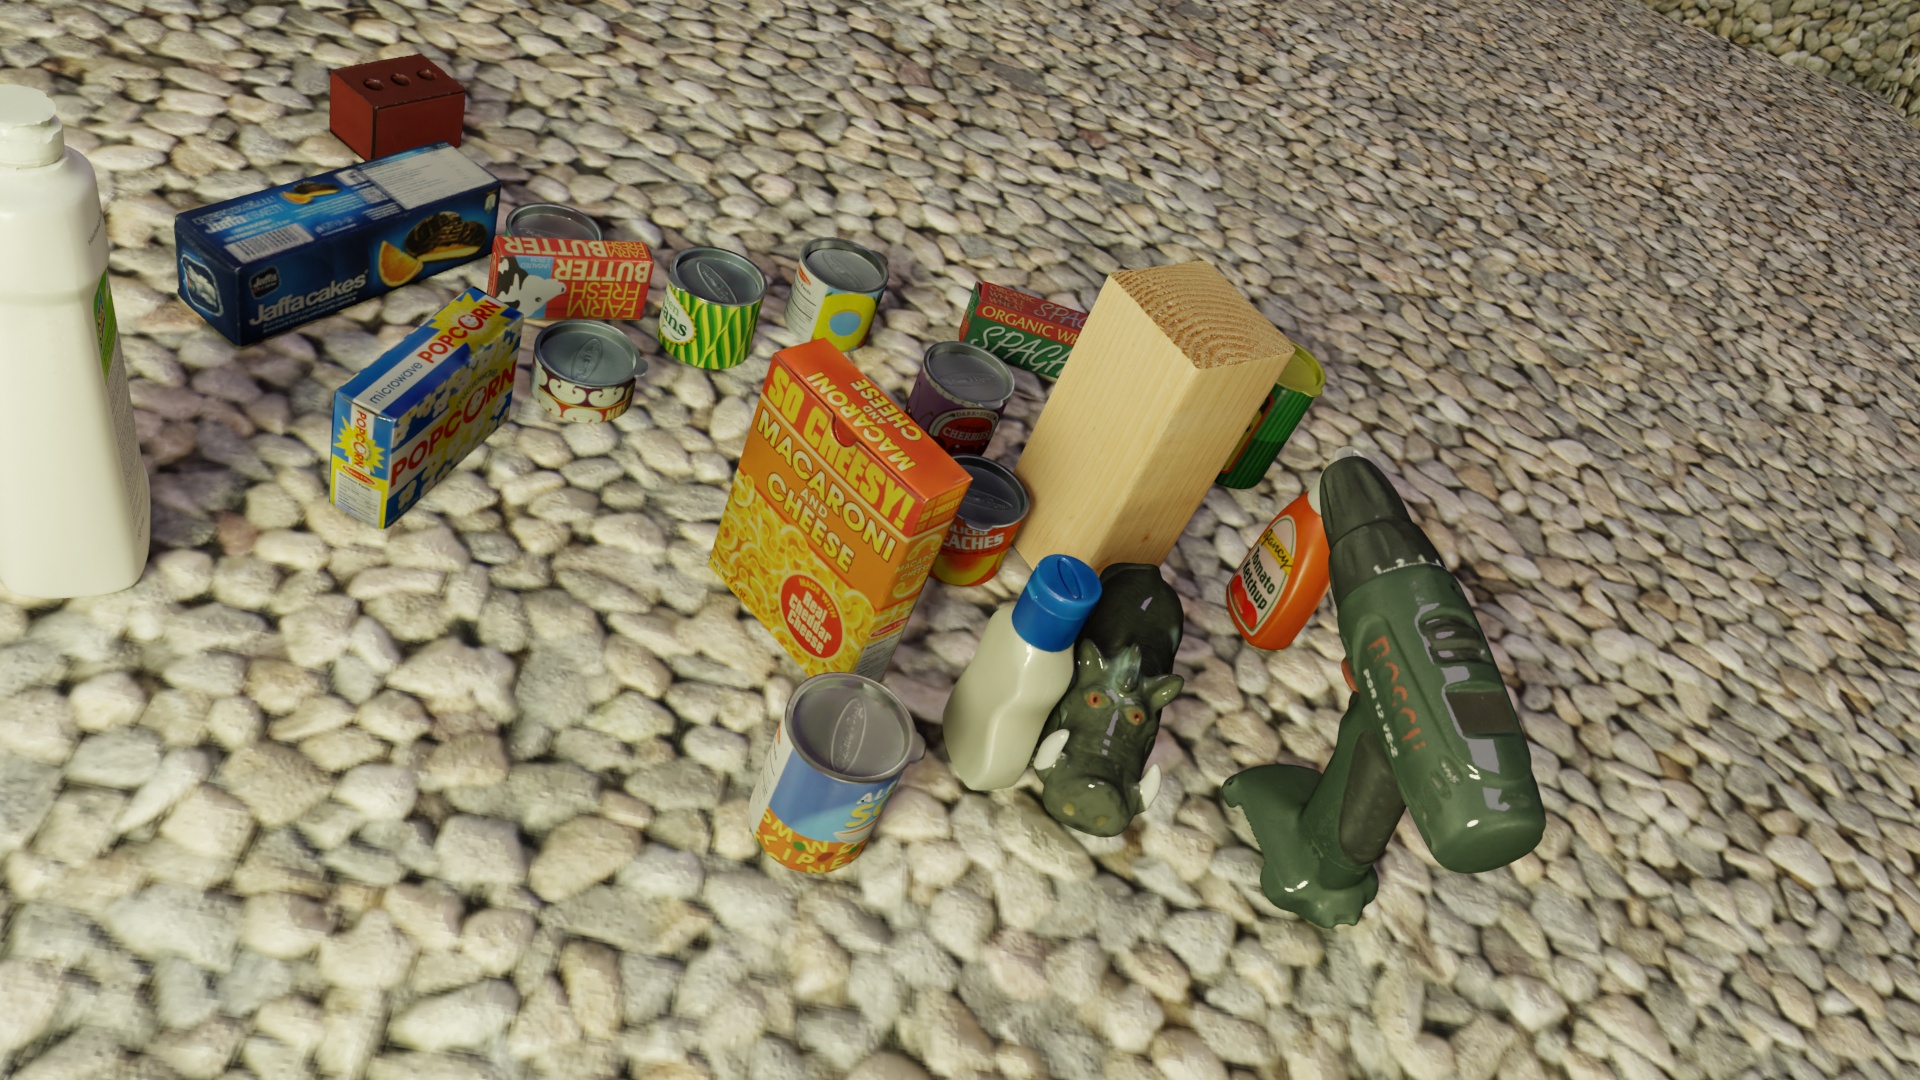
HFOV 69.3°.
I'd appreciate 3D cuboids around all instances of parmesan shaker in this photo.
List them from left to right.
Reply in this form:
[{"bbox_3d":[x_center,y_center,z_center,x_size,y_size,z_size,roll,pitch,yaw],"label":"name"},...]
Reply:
[{"bbox_3d":[0.222,-0.094,1.046,0.071,0.102,0.072,14,42,-13],"label":"parmesan shaker"}]

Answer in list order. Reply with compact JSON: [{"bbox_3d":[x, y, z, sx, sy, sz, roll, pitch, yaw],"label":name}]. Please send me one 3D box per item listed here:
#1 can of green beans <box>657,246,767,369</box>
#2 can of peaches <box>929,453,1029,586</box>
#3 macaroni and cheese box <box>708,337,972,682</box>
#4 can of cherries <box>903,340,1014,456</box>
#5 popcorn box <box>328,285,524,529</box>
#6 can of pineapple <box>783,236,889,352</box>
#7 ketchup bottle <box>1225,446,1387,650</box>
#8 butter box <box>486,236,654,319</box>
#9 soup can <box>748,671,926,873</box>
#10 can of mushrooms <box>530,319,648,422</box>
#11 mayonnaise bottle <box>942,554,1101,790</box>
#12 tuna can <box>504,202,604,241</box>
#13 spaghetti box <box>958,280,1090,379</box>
[{"bbox_3d":[-0.172,-0.160,0.959,0.071,0.057,0.071,14,42,-13],"label":"can of green beans"},{"bbox_3d":[0.003,-0.011,0.887,0.071,0.057,0.071,14,42,-13],"label":"can of peaches"},{"bbox_3d":[-0.072,-0.008,0.764,0.040,0.165,0.124,-25,61,-42],"label":"macaroni and cheese box"},{"bbox_3d":[-0.002,-0.095,0.972,0.071,0.058,0.072,14,42,-13],"label":"can of cherries"},{"bbox_3d":[-0.301,-0.076,0.787,0.038,0.084,0.127,26,41,2],"label":"popcorn box"},{"bbox_3d":[-0.090,-0.180,1.019,0.071,0.057,0.071,14,42,-13],"label":"can of pineapple"},{"bbox_3d":[0.227,0.004,0.910,0.043,0.148,0.065,6,44,-21],"label":"ketchup bottle"},{"bbox_3d":[-0.263,-0.175,0.935,0.104,0.052,0.024,-5,49,-30],"label":"butter box"},{"bbox_3d":[-0.063,0.119,0.698,0.071,0.083,0.072,14,42,-13],"label":"soup can"},{"bbox_3d":[-0.238,-0.108,0.890,0.071,0.033,0.071,14,42,-13],"label":"can of mushrooms"},{"bbox_3d":[0.032,0.070,0.747,0.041,0.147,0.065,2,46,-25],"label":"mayonnaise bottle"},{"bbox_3d":[-0.285,-0.202,0.967,0.071,0.032,0.071,14,42,-13],"label":"tuna can"},{"bbox_3d":[0.122,-0.140,1.087,0.250,0.049,0.029,16,41,-10],"label":"spaghetti box"}]
